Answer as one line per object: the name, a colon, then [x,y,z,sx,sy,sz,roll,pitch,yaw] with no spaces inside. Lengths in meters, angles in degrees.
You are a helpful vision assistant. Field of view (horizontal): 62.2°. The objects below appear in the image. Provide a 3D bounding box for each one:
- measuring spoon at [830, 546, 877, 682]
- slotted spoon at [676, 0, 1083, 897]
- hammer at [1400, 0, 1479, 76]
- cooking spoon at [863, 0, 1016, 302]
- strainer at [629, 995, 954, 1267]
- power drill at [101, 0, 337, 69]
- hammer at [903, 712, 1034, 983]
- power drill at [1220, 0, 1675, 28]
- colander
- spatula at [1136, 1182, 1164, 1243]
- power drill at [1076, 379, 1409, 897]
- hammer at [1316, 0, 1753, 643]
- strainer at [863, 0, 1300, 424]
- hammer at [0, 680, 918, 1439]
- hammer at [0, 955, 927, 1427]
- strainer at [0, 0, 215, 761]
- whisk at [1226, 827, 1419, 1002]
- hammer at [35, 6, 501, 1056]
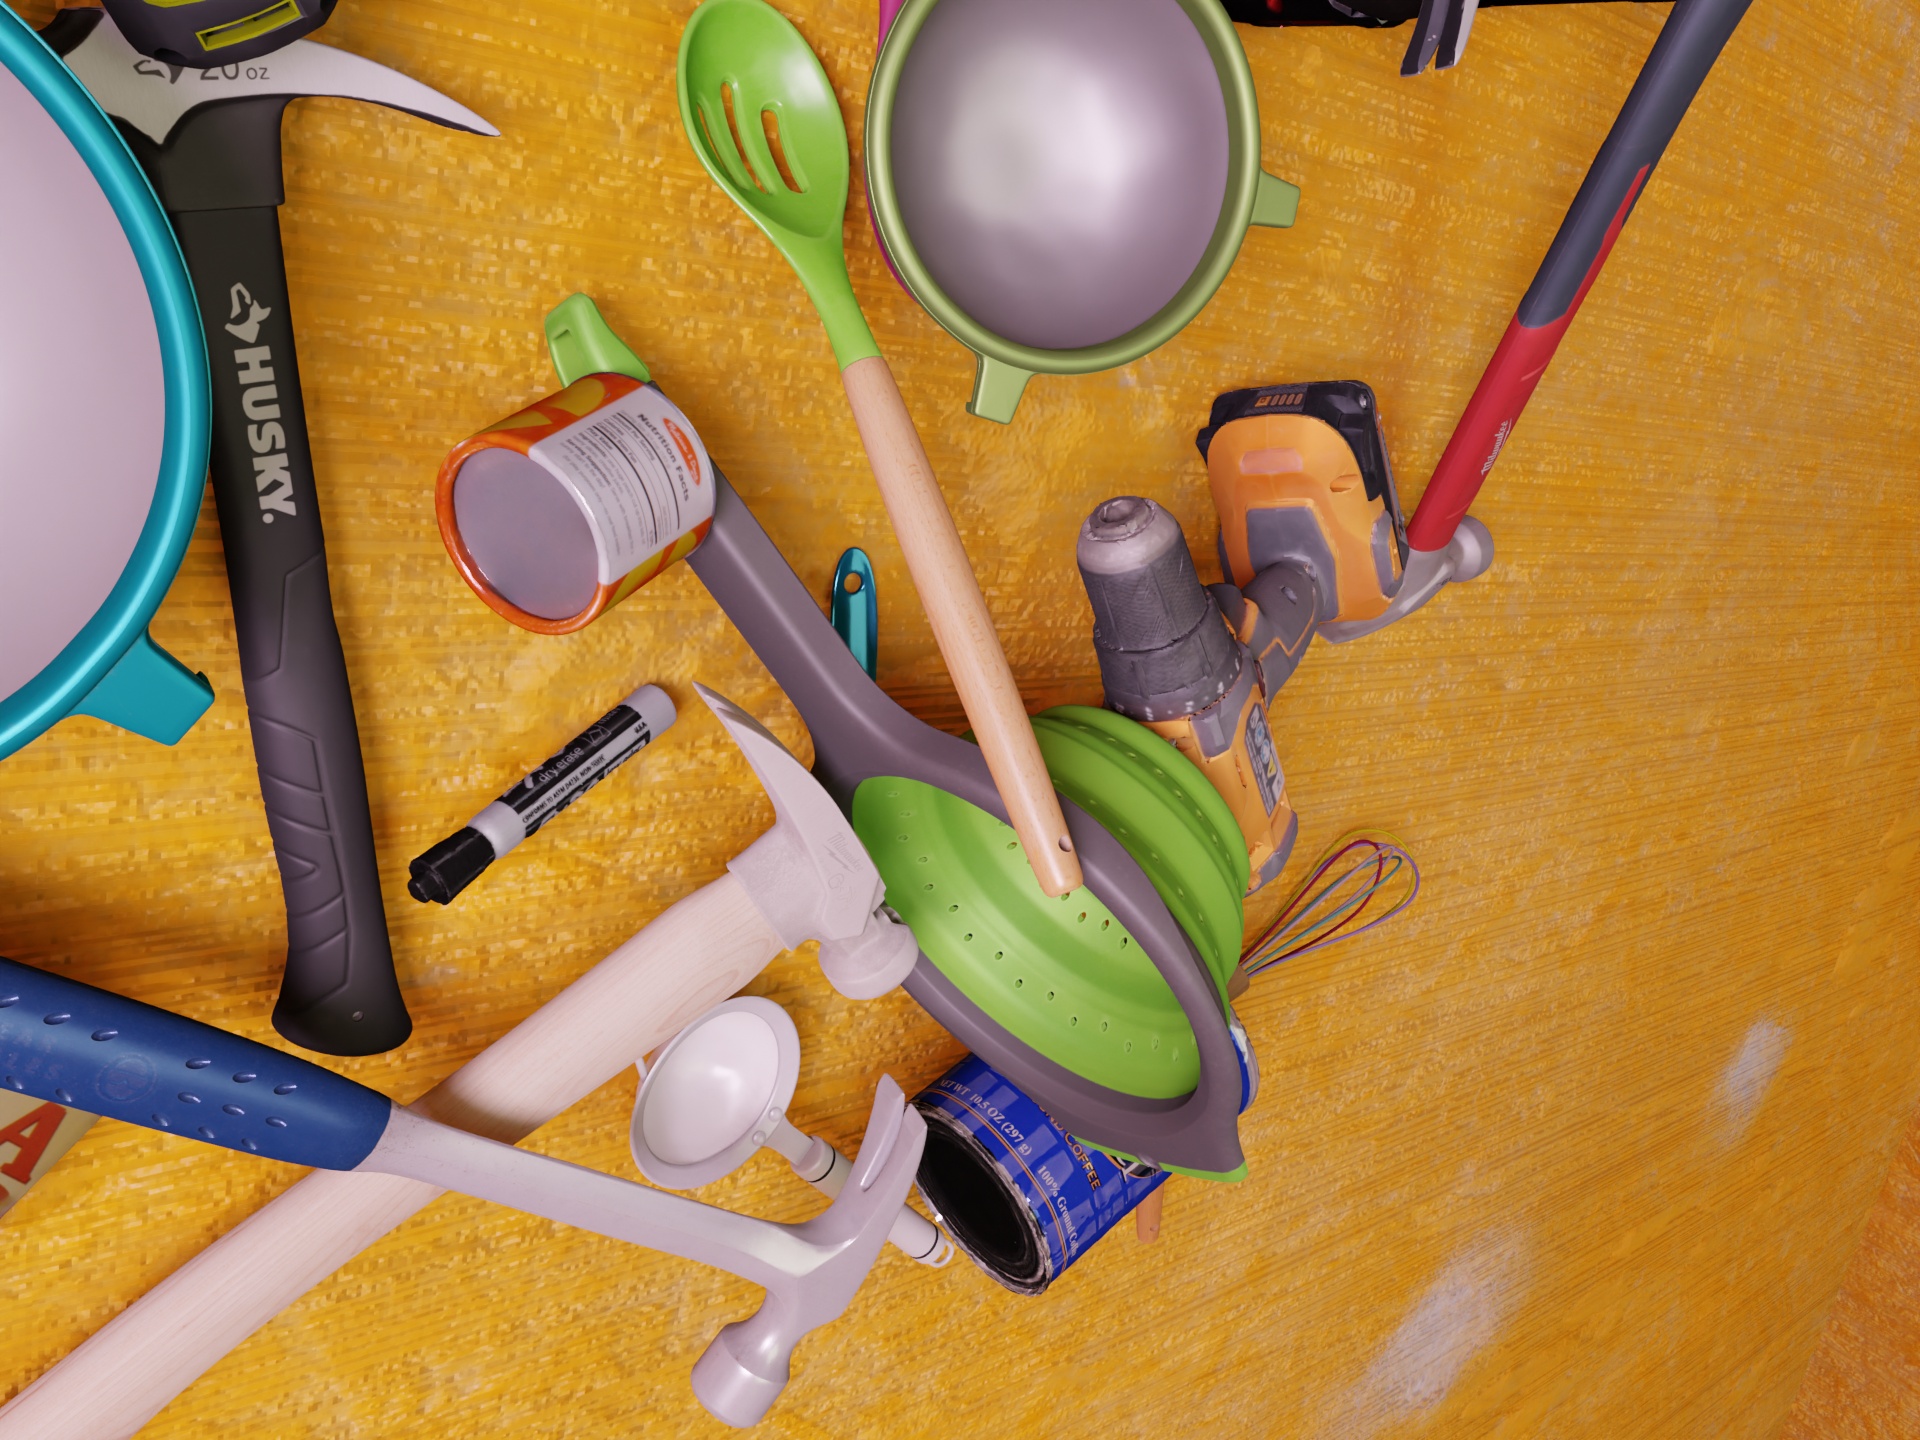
measuring spoon: [-0.048,-0.010,0.667,0.042,0.021,0.128,-5,105,-27]
slotted spoon: [-0.025,-0.091,0.514,0.070,0.031,0.314,-13,78,-45]
hammer: [-0.005,-0.257,0.484,0.409,0.036,0.149,-14,108,-17]
cooking spoon: [-0.028,-0.296,0.539,0.069,0.017,0.318,-29,128,-23]
strainer: [-0.072,0.191,0.705,0.087,0.050,0.258,-53,131,-15]
power drill: [-0.117,-0.262,0.330,0.228,0.080,0.190,-24,149,-8]
hammer: [0.033,0.154,0.805,0.128,0.033,0.330,-39,132,-23]
power drill: [0.210,-0.327,0.654,0.219,0.143,0.078,-26,123,-34]
colander: [-0.001,-0.002,0.594,0.094,0.204,0.396,-45,110,-28]
spatula: [0.109,0.166,0.838,0.081,0.041,0.322,-15,123,-21]
power drill: [0.121,-0.062,0.691,0.226,0.084,0.185,-59,137,-38]
hammer: [0.271,-0.196,0.749,0.143,0.038,0.386,-25,147,-33]
strainer: [0.002,-0.242,0.547,0.151,0.069,0.256,-37,114,-11]
hammer: [-0.205,0.154,0.542,0.410,0.038,0.146,-37,128,-12]
hammer: [-0.175,0.128,0.503,0.405,0.035,0.144,33,94,-38]
strainer: [-0.278,-0.143,0.322,0.211,0.095,0.340,-8,117,-26]
whisk: [0.174,0.133,0.924,0.245,0.051,0.047,-30,107,-23]
hammer: [-0.204,-0.038,0.493,0.146,0.035,0.334,-18,121,-35]
